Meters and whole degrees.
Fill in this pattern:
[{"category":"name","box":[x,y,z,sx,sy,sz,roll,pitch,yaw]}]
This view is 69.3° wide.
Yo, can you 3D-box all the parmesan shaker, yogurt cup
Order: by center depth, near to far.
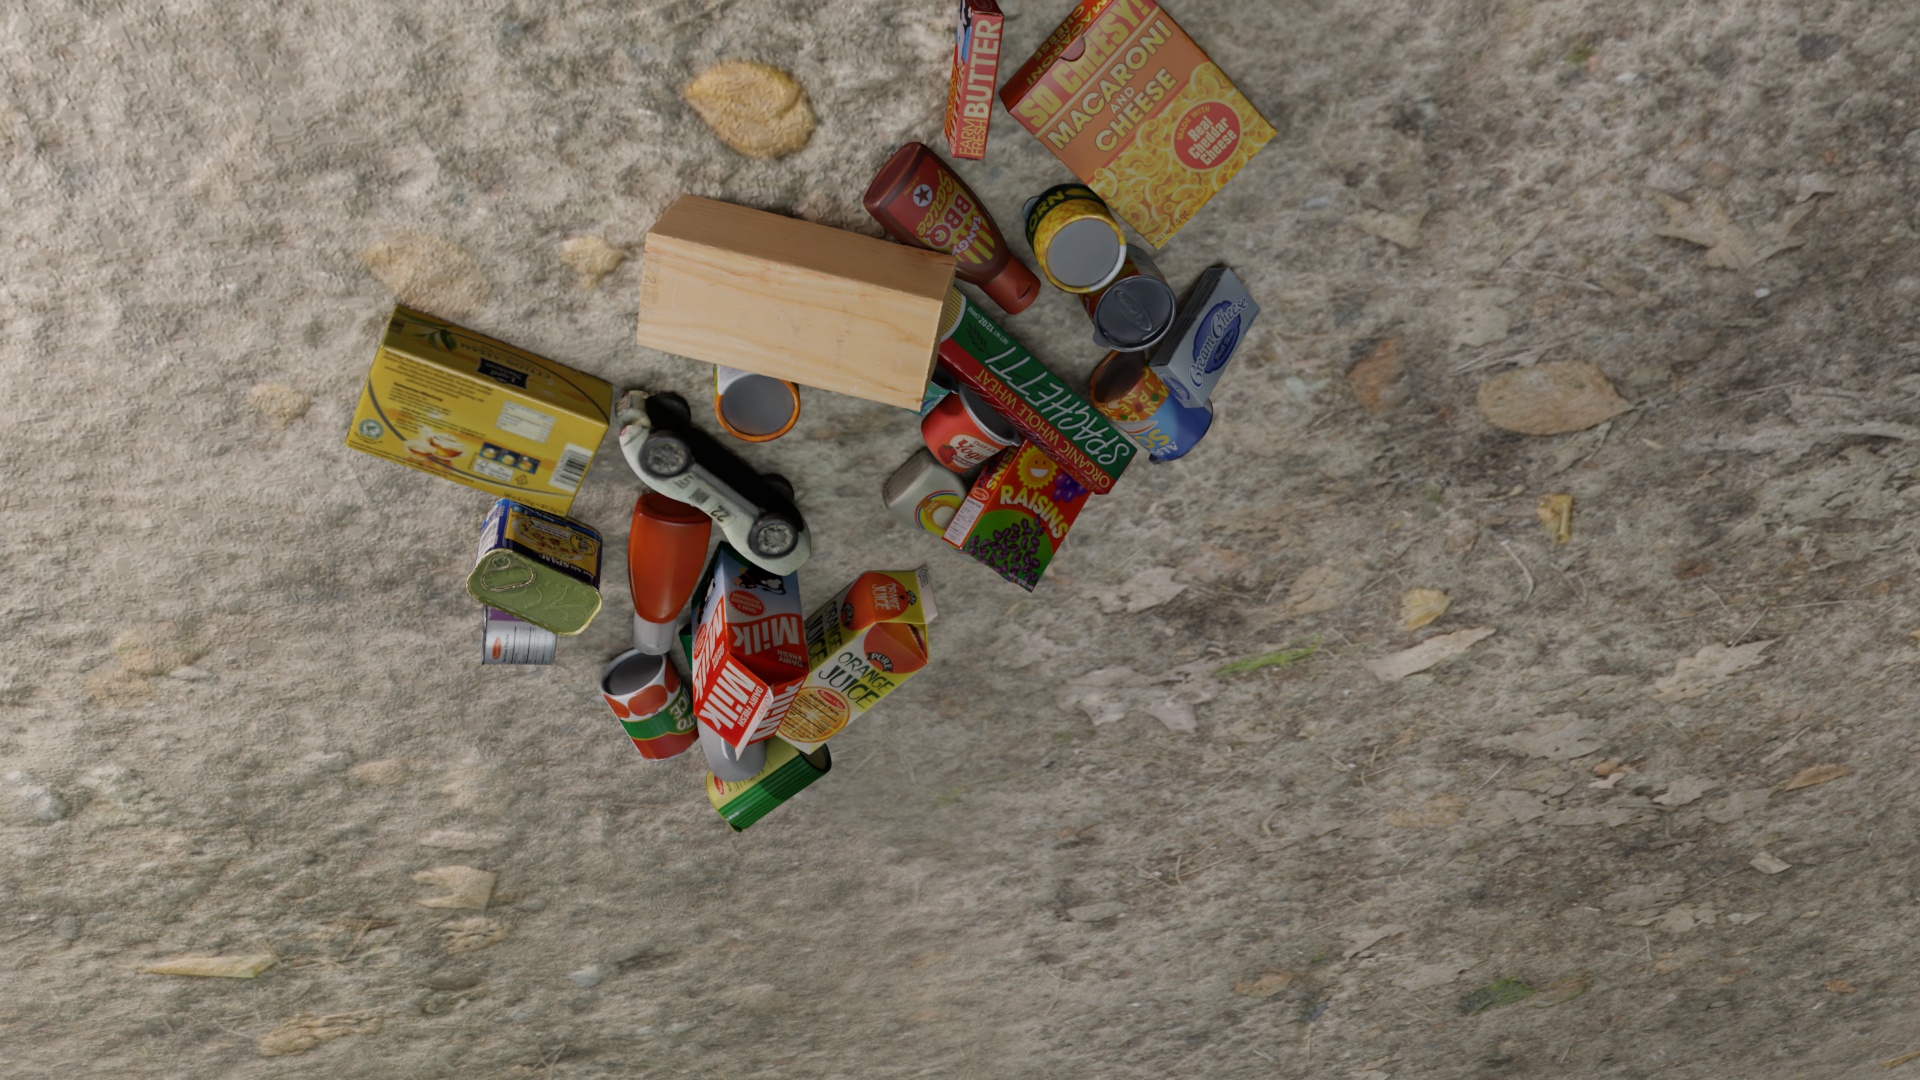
[{"category":"yogurt cup","box":[0.005,-0.092,1.129,0.053,0.073,0.072,-38,125,26]},{"category":"parmesan shaker","box":[-0.180,0.221,1.313,0.103,0.071,0.071,-35,125,14]}]

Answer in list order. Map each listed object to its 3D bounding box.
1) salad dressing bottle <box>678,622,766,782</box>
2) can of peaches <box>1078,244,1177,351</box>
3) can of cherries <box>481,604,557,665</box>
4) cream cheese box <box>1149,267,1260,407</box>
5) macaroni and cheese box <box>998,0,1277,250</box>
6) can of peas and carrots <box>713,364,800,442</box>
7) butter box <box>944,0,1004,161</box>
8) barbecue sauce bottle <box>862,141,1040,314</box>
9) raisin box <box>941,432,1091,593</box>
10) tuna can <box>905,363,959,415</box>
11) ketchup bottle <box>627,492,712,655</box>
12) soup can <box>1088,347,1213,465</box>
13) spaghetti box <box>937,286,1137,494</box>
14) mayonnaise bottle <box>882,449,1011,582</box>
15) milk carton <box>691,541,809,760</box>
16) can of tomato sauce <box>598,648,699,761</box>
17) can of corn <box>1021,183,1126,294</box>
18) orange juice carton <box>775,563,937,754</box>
[{"category":"salad dressing bottle","box":[-0.215,0.143,1.244,0.044,0.064,0.147,-3,111,25]},{"category":"can of peaches","box":[0.127,-0.189,1.086,0.071,0.058,0.070,-6,127,-7]},{"category":"can of cherries","box":[-0.371,0.070,1.167,0.058,0.072,0.071,2,126,-20]},{"category":"cream cheese box","box":[0.195,-0.162,1.106,0.053,0.024,0.104,42,71,-31]},{"category":"macaroni and cheese box","box":[0.130,-0.310,1.009,0.166,0.040,0.123,34,112,-30]},{"category":"can of peas and carrots","box":[-0.157,-0.116,1.080,0.071,0.059,0.070,-5,127,-7]},{"category":"butter box","box":[0.009,-0.323,0.966,0.024,0.053,0.103,2,125,-10]},{"category":"barbecue sauce bottle","box":[-0.001,-0.227,1.038,0.148,0.044,0.065,37,88,-32]},{"category":"raisin box","box":[0.054,-0.031,1.168,0.086,0.040,0.123,32,89,-29]},{"category":"tuna can","box":[-0.037,-0.130,1.089,0.071,0.071,0.032,34,115,-30]},{"category":"ketchup bottle","box":[-0.252,0.031,1.177,0.065,0.044,0.148,7,124,-15]},{"category":"soup can","box":[0.154,-0.112,1.141,0.083,0.072,0.071,35,113,-30]},{"category":"spaghetti box","box":[0.041,-0.125,1.103,0.249,0.028,0.050,38,81,-24]},{"category":"mayonnaise bottle","box":[0.004,-0.015,1.198,0.148,0.041,0.064,37,107,-30]},{"category":"milk carton","box":[-0.174,0.091,1.144,0.073,0.191,0.072,18,120,-23]},{"category":"can of tomato sauce","box":[-0.274,0.145,1.242,0.071,0.071,0.082,-19,126,3]},{"category":"can of corn","box":[0.085,-0.228,1.048,0.071,0.058,0.070,-6,126,-8]},{"category":"orange juice carton","box":[-0.096,0.099,1.242,0.192,0.072,0.073,-39,124,17]}]
